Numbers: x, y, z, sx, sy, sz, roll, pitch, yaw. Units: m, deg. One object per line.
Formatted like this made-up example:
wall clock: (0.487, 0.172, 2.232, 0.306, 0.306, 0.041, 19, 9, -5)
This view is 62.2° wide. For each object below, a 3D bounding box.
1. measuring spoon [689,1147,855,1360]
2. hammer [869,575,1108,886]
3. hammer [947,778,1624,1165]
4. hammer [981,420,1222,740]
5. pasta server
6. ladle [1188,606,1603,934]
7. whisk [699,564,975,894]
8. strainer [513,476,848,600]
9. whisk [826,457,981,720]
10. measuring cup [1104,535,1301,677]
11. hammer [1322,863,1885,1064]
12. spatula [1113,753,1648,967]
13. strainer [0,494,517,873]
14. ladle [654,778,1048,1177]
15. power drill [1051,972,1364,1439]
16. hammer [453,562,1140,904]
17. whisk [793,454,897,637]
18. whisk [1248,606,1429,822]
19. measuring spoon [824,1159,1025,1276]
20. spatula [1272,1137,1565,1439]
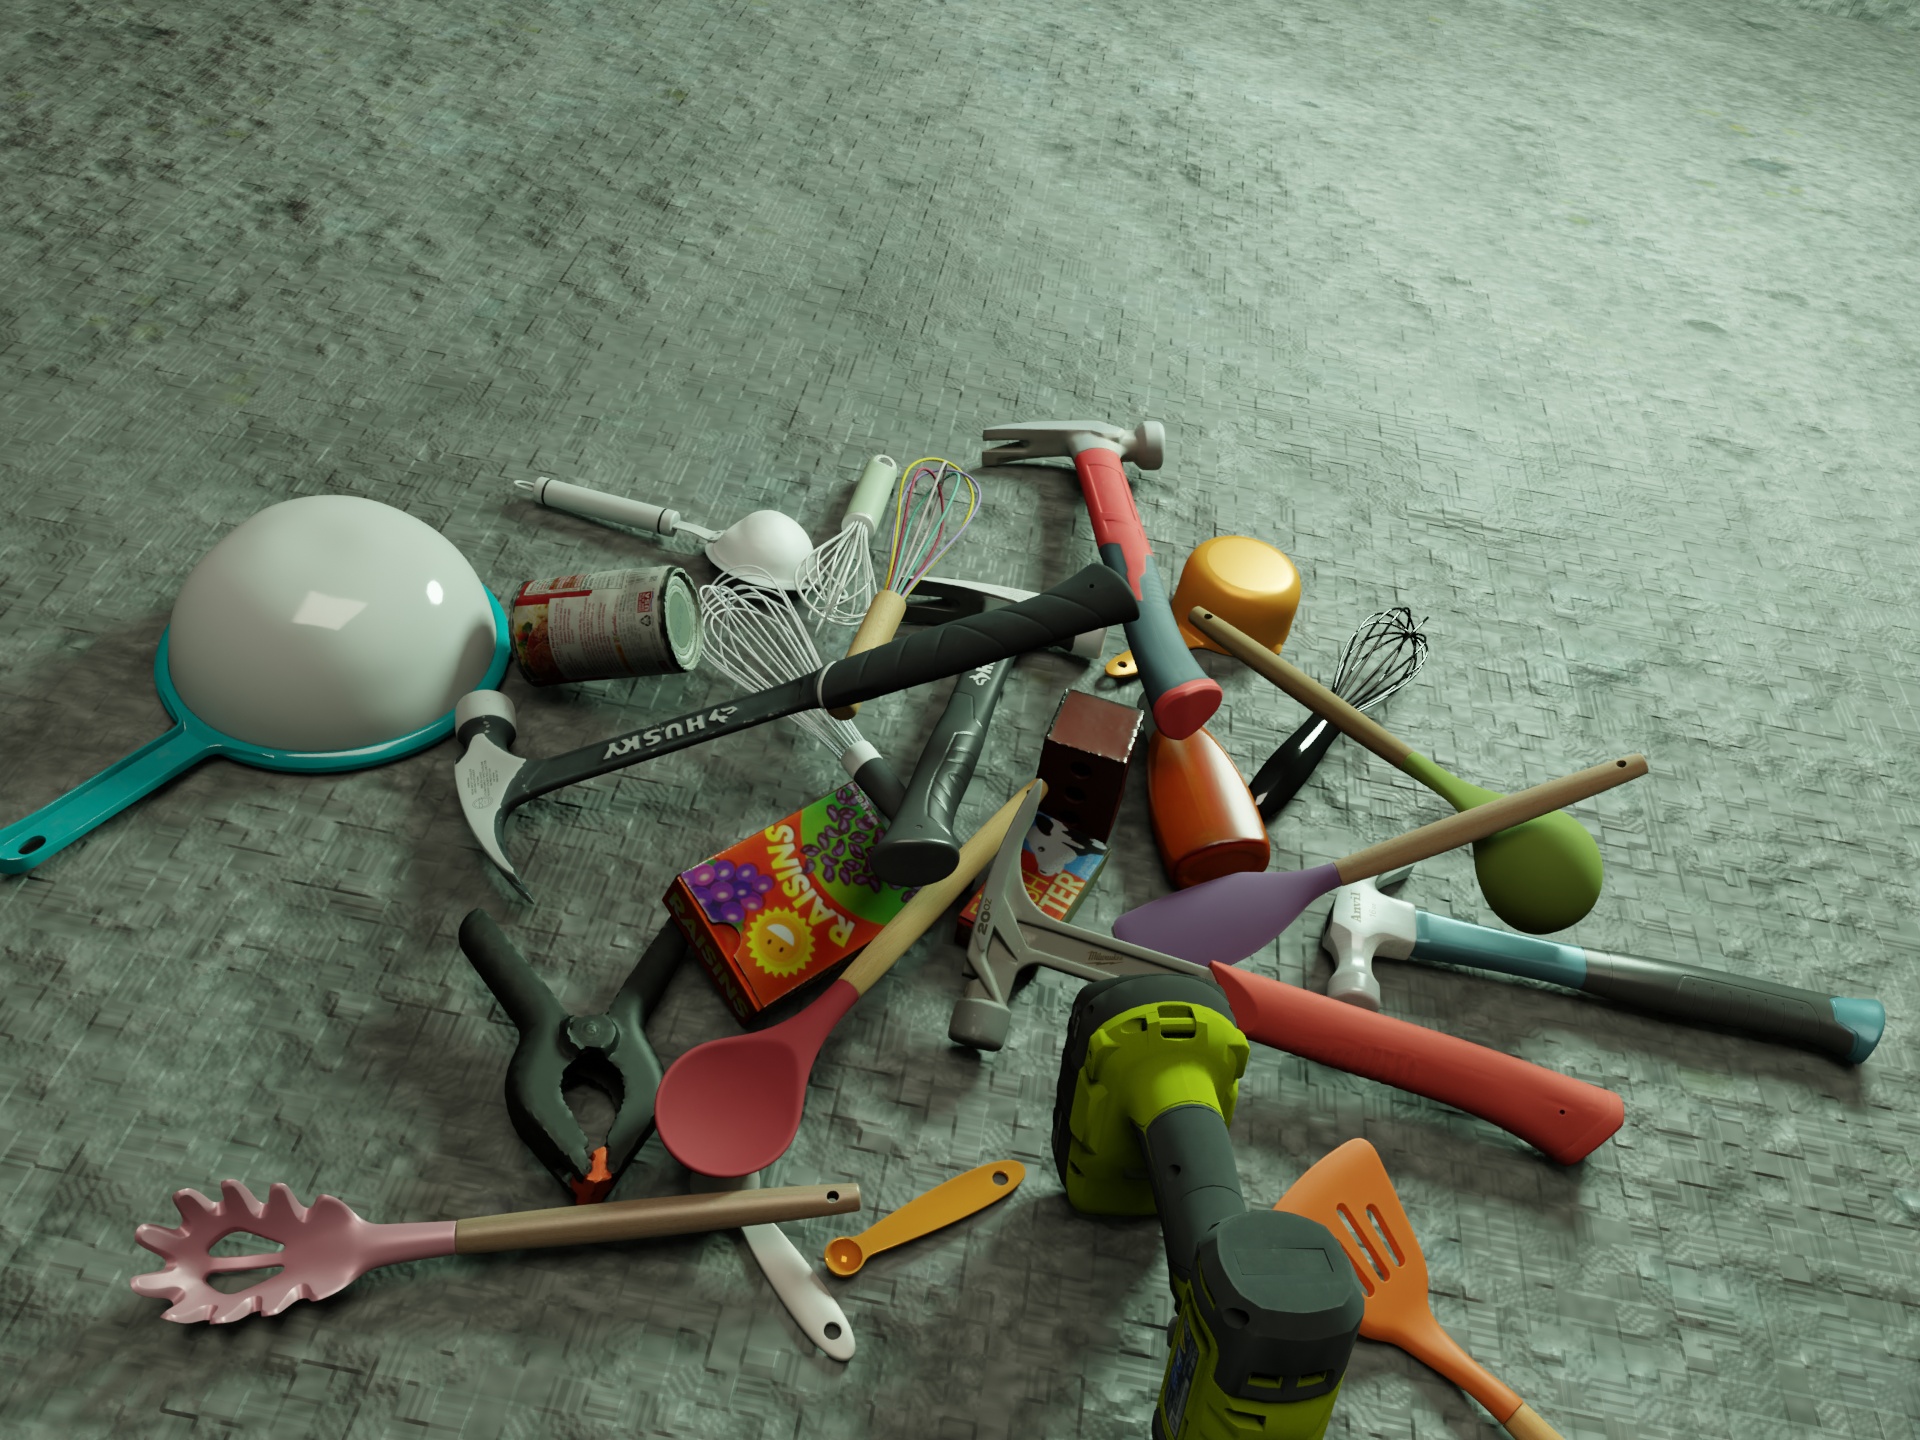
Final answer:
measuring spoon: (-0.087, 0.250, 0.754, 0.034, 0.018, 0.124, -24, 54, -31)
hammer: (-0.002, -0.003, 0.972, 0.146, 0.035, 0.335, 14, 31, 6)
hammer: (0.181, 0.153, 0.864, 0.359, 0.036, 0.149, 17, 73, 2)
hammer: (0.101, -0.113, 1.106, 0.143, 0.038, 0.387, -2, 36, -4)
pasta server: (-0.202, 0.232, 0.725, 0.316, 0.040, 0.060, -3, 63, -10)
ladle: (0.260, 0.020, 1.000, 0.078, 0.062, 0.320, -34, 52, -21)
whisk: (-0.079, 0.003, 0.988, 0.070, 0.070, 0.285, -24, 58, -31)
strainer: (-0.199, -0.139, 1.123, 0.258, 0.050, 0.087, 15, 28, 9)
whisk: (-0.043, -0.092, 1.028, 0.051, 0.047, 0.245, -15, 37, 35)
measuring cup: (0.169, -0.078, 1.119, 0.173, 0.052, 0.095, -25, 54, -34)
hammer: (0.379, 0.150, 0.938, 0.331, 0.033, 0.128, 12, 45, 1)
spatula: (0.241, 0.081, 0.911, 0.316, 0.018, 0.060, -21, 47, 3)
strainer: (-0.421, -0.040, 0.934, 0.211, 0.095, 0.340, 28, 45, 17)
ladle: (-0.044, 0.124, 0.844, 0.069, 0.031, 0.315, 41, 53, 8)
power drill: (0.100, 0.242, 0.703, 0.080, 0.190, 0.229, 2, 30, -9)
hammer: (-0.094, -0.012, 0.922, 0.409, 0.036, 0.149, -17, 49, -1)
whisk: (-0.073, -0.131, 1.118, 0.057, 0.059, 0.246, 24, 32, -8)
whisk: (0.253, -0.005, 1.065, 0.055, 0.055, 0.239, 32, 52, 21)
measuring spoon: (-0.016, 0.245, 0.782, 0.117, 0.011, 0.021, -18, 49, -31)
spatula: (0.275, 0.332, 0.724, 0.081, 0.041, 0.323, -27, 56, -34)
